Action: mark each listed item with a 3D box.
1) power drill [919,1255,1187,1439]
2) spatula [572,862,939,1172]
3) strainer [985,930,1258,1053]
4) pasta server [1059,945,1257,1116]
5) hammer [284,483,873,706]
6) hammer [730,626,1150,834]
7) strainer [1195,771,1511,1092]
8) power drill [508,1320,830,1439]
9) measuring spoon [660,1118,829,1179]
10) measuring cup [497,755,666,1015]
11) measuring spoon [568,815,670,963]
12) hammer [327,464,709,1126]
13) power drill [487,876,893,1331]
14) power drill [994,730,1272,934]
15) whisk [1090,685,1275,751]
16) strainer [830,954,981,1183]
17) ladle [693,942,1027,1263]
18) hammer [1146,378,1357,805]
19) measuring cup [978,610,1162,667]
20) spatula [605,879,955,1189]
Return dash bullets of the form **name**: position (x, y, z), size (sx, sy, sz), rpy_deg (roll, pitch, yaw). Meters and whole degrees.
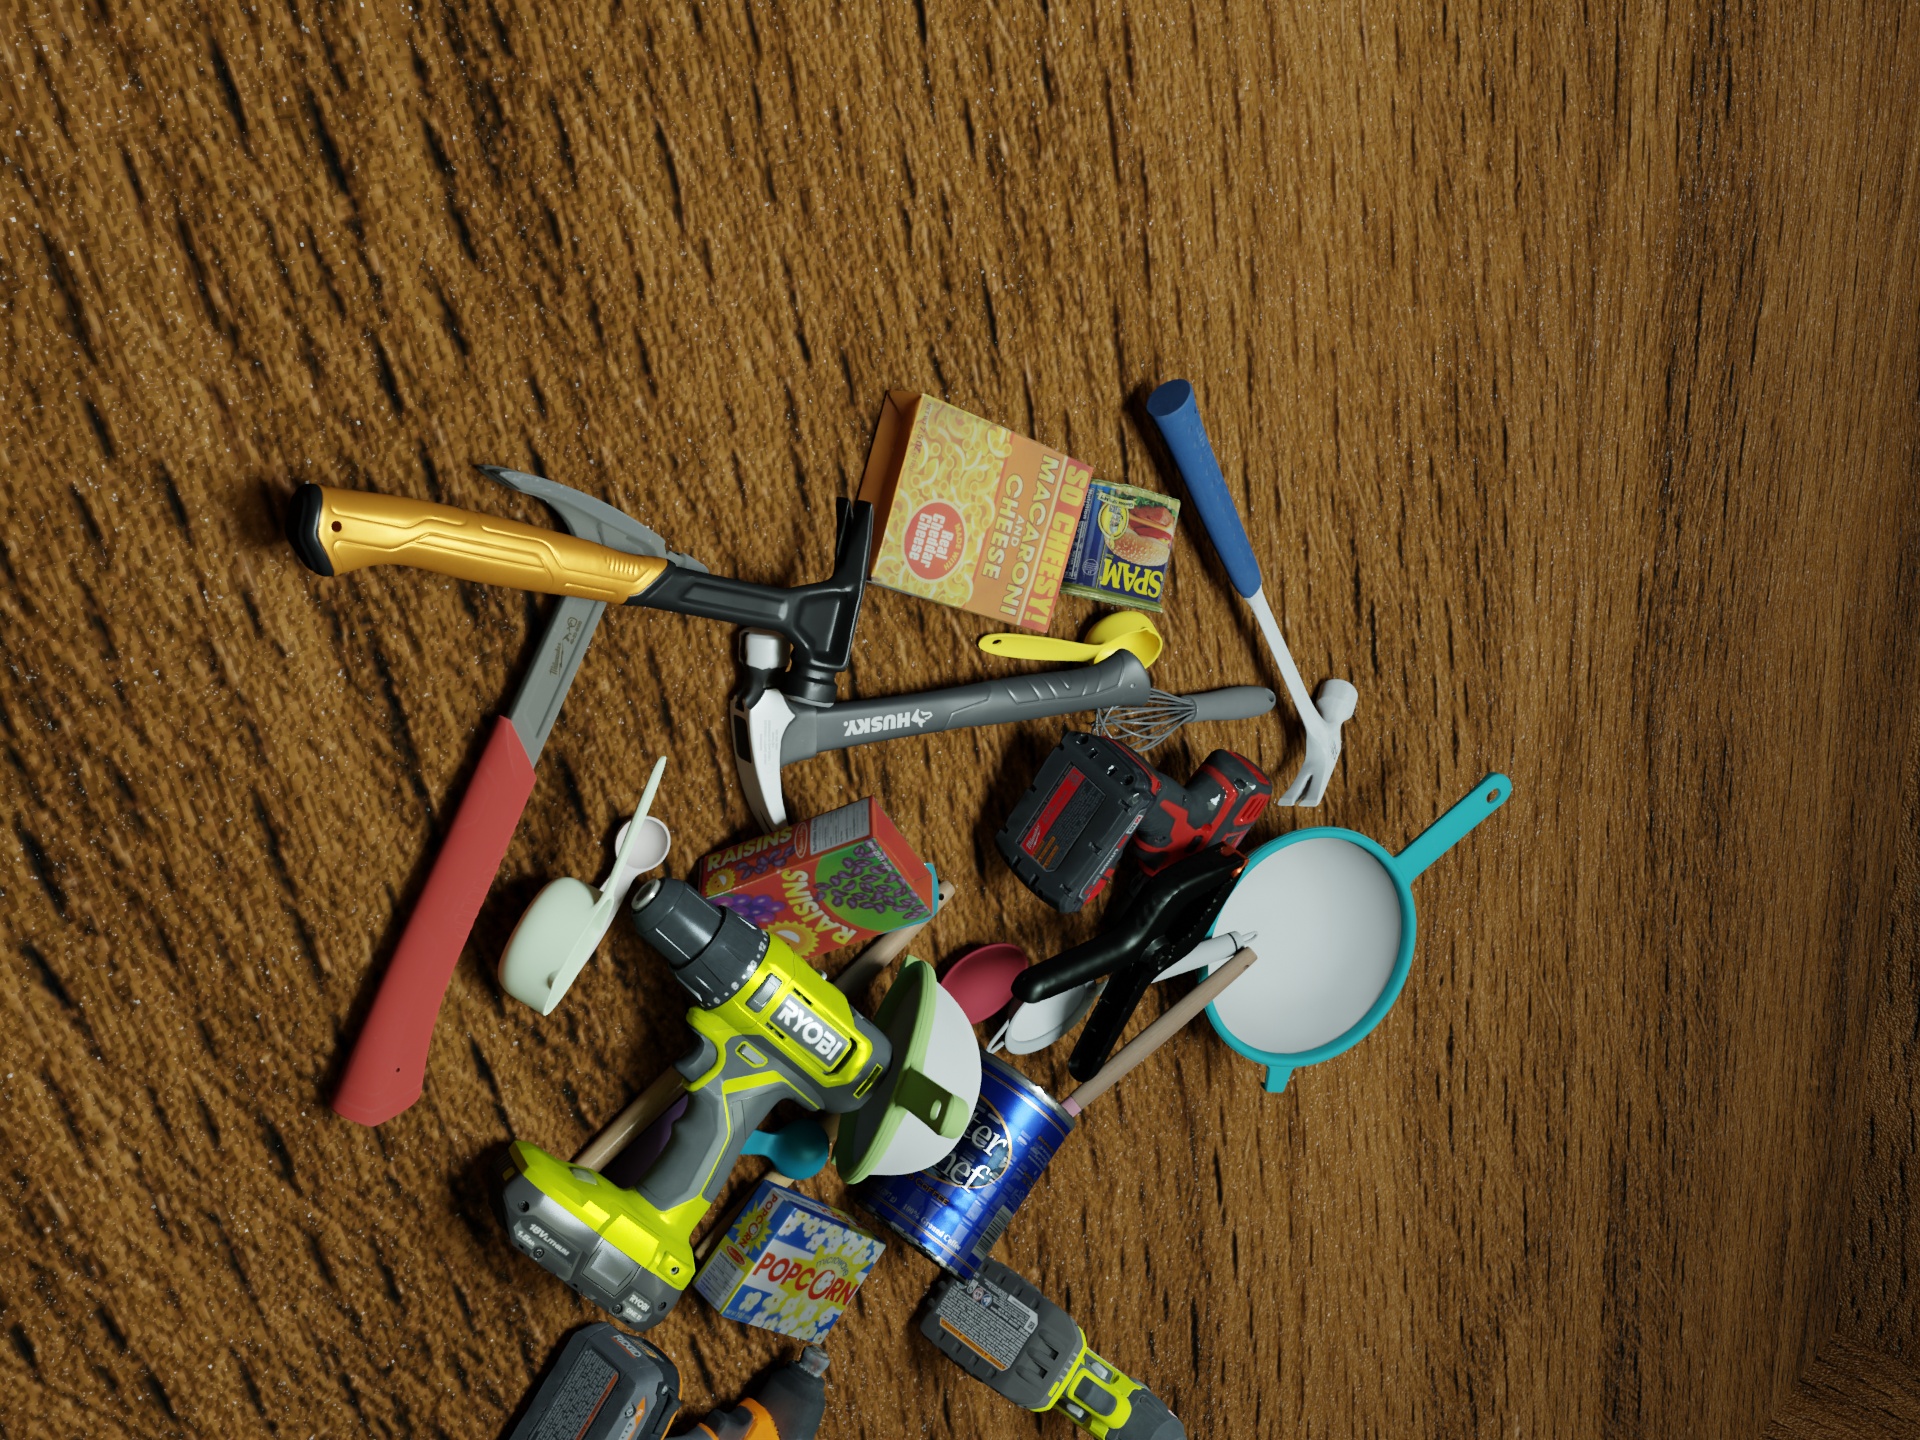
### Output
- **power drill**: position (0.083, 0.517, 1.257), size (0.080, 0.171, 0.223), rpy_deg (-54, 129, -16)
- **spatula**: position (-0.138, 0.202, 1.035), size (0.317, 0.044, 0.082), rpy_deg (-43, 155, -23)
- **strainer**: position (0.125, 0.203, 1.247), size (0.258, 0.050, 0.086), rpy_deg (-14, 136, -22)
- **pasta server**: position (0.116, 0.288, 1.251), size (0.316, 0.040, 0.060), rpy_deg (-39, 141, -6)
- **hammer**: position (-0.188, -0.086, 0.855), size (0.336, 0.034, 0.127), rpy_deg (8, 98, -44)
- **hammer**: position (-0.002, -0.003, 1.083), size (0.334, 0.035, 0.146), rpy_deg (-9, 109, -35)
- **strainer**: position (0.328, 0.145, 1.382), size (0.340, 0.095, 0.210), rpy_deg (-37, 111, -11)
- **power drill**: position (-0.181, 0.477, 1.061), size (0.164, 0.084, 0.226), rpy_deg (-59, 137, -13)
- **measuring spoon**: position (-0.140, 0.284, 1.061), size (0.128, 0.021, 0.042), rpy_deg (19, 86, -34)
- **measuring cup**: position (-0.212, 0.086, 0.892), size (0.167, 0.038, 0.083), rpy_deg (-64, 180, 14)
- **measuring spoon**: position (-0.218, 0.110, 0.956), size (0.034, 0.018, 0.124), rpy_deg (35, 86, -32)
- **hammer**: position (-0.266, 0.046, 0.872), size (0.149, 0.037, 0.359), rpy_deg (28, 84, -44)
- **power drill**: position (-0.174, 0.225, 0.957), size (0.190, 0.080, 0.228), rpy_deg (44, 75, -21)
- **power drill**: position (0.126, 0.100, 1.200), size (0.226, 0.080, 0.188), rpy_deg (11, 117, -52)
- **whisk**: position (0.183, -0.007, 1.269), size (0.239, 0.055, 0.055), rpy_deg (-7, 108, -46)
- **strainer**: position (-0.012, 0.236, 1.001), size (0.069, 0.256, 0.151), rpy_deg (22, 81, -12)
- **ladle**: position (-0.069, 0.267, 1.134), size (0.315, 0.031, 0.069), rpy_deg (-42, 132, -23)
- **hammer**: position (0.233, -0.094, 1.260), size (0.405, 0.035, 0.144), rpy_deg (57, 45, -39)
- **measuring cup**: position (0.077, -0.060, 1.165), size (0.156, 0.029, 0.062), rpy_deg (3, 138, -30)
- **spatula**: position (-0.109, 0.216, 1.076), size (0.316, 0.018, 0.059), rpy_deg (-43, 100, -28)
